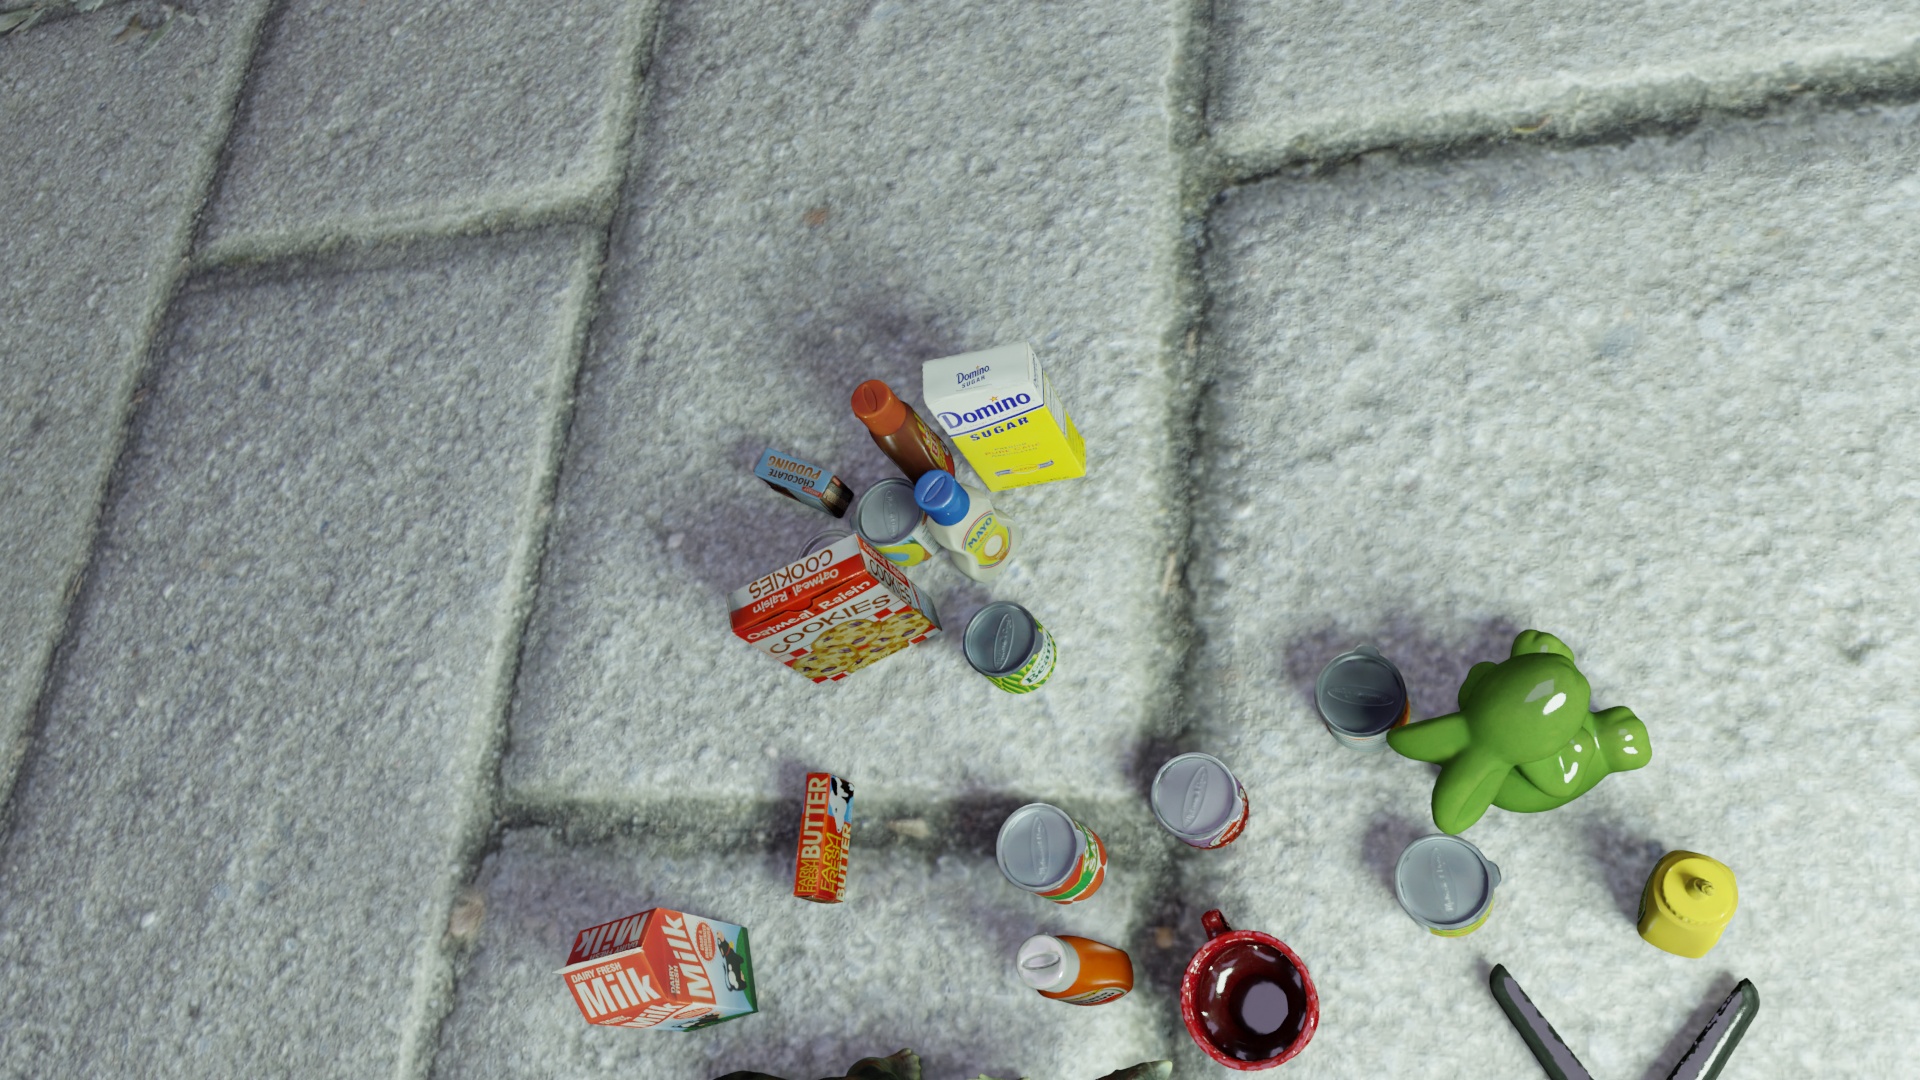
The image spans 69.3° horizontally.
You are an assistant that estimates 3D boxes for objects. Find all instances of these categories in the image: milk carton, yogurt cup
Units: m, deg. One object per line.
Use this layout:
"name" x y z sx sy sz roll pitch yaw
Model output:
"milk carton" -0.238 0.340 1.099 0.072 0.190 0.074 -20 63 13
"yogurt cup" -0.108 0.030 1.255 0.072 0.054 0.072 -8 66 19

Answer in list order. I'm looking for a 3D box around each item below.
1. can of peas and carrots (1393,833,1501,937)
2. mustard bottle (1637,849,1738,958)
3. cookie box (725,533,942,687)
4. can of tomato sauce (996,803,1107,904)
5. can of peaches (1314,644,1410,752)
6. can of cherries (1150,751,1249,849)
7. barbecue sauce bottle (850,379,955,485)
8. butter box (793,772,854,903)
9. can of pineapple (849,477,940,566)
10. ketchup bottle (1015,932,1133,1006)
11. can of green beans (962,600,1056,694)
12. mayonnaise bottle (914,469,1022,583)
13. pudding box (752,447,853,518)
"can of peas and carrots" 0.346 0.245 0.985 0.071 0.058 0.071 -8 66 19
"mustard bottle" 0.466 0.228 0.887 0.049 0.160 0.065 18 77 27
"cookie box" -0.104 0.063 1.174 0.123 0.167 0.040 -26 62 10
"can of tomato sauce" 0.074 0.244 1.078 0.071 0.083 0.071 -8 67 19
"can of peaches" 0.306 0.121 1.053 0.071 0.058 0.071 -8 66 19
"can of cherries" 0.187 0.202 1.065 0.071 0.058 0.072 -8 66 19
"barbecue sauce bottle" -0.051 -0.093 1.229 0.043 0.148 0.065 -26 62 10
"butter box" -0.114 0.250 1.166 0.024 0.053 0.104 -4 68 20
"can of pineapple" -0.056 -0.016 1.251 0.071 0.057 0.071 -8 66 19
"ketchup bottle" 0.079 0.311 1.010 0.064 0.148 0.044 -16 64 15
"can of green beans" 0.042 0.091 1.168 0.071 0.057 0.071 -8 66 19
"mayonnaise bottle" 0.004 -0.015 1.175 0.041 0.147 0.065 35 85 29
"pudding box" -0.148 -0.054 1.308 0.084 0.049 0.030 22 79 27
